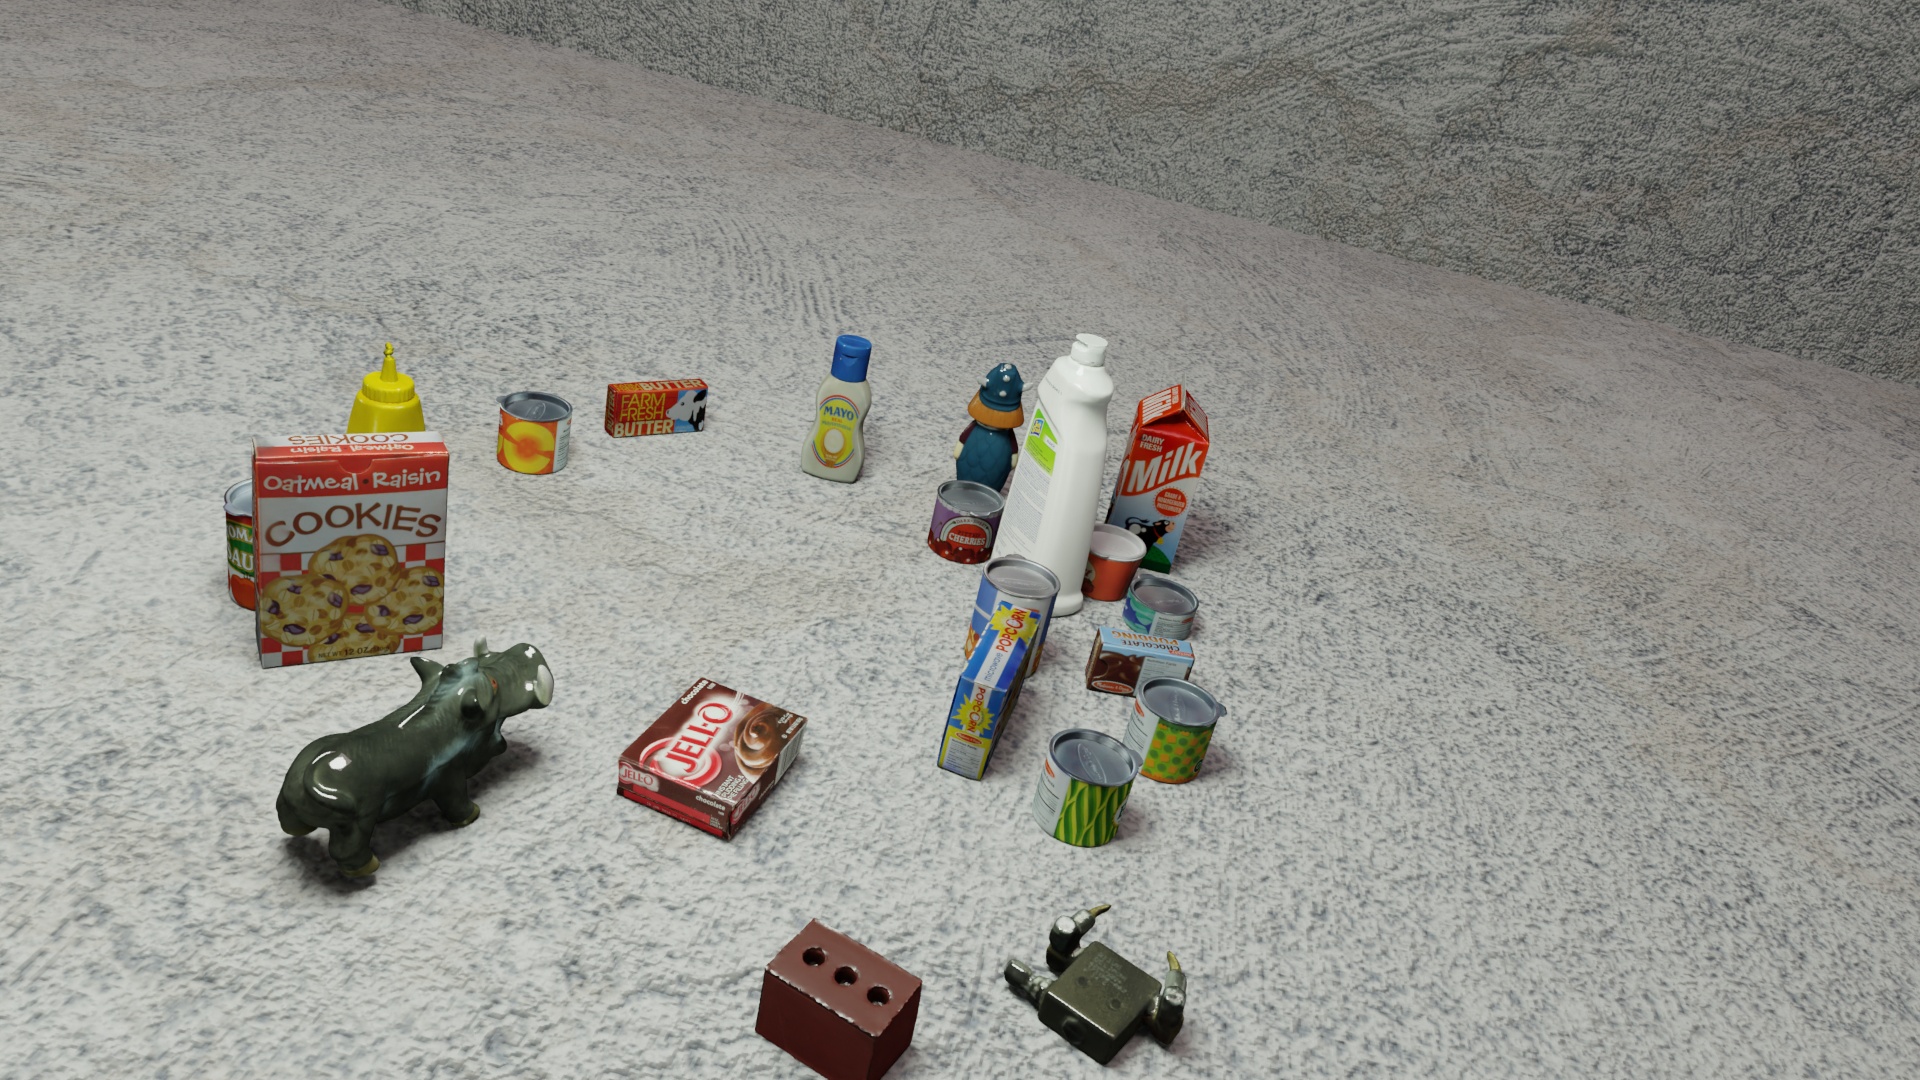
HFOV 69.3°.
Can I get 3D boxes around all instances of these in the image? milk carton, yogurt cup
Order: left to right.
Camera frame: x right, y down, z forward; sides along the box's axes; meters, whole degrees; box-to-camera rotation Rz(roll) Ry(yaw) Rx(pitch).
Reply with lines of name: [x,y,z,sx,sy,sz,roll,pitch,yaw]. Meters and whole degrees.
yogurt cup: [0.139,0.022,1.330,0.072,0.053,0.073,11,27,-5]
milk carton: [0.198,-0.070,1.382,0.073,0.189,0.073,14,27,1]

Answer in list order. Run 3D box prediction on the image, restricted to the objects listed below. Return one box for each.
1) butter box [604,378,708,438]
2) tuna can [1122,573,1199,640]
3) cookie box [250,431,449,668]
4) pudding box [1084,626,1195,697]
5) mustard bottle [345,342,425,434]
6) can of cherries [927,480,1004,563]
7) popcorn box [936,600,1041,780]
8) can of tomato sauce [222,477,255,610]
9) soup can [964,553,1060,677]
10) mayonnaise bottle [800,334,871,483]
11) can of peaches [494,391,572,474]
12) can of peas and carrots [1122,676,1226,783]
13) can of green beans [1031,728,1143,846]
butter box: [-0.312,-0.137,1.429,0.104,0.053,0.024,-8,34,-35]
tuna can: [0.185,0.063,1.297,0.071,0.032,0.071,10,27,-5]
cookie box: [-0.432,0.006,0.985,0.123,0.166,0.040,-5,32,-31]
pudding box: [0.152,0.106,1.182,0.084,0.049,0.030,10,27,-7]
mustard bottle: [-0.475,-0.087,1.148,0.049,0.159,0.065,24,29,20]
can of cherries: [0.005,-0.017,1.339,0.071,0.058,0.072,11,27,-5]
popcorn box: [0.023,0.114,1.073,0.038,0.084,0.127,18,28,8]
can of tomato sauce: [-0.516,0.004,1.043,0.071,0.082,0.071,11,27,-5]
soup can: [0.043,0.064,1.176,0.071,0.083,0.072,11,27,-5]
mayonnaise bottle: [-0.120,-0.133,1.406,0.065,0.147,0.041,14,27,1]
can of peaches: [-0.407,-0.103,1.318,0.071,0.057,0.071,11,27,-5]
can of peas and carrots: [0.168,0.150,1.098,0.071,0.058,0.071,11,27,-5]
can of green beans: [0.090,0.179,1.008,0.071,0.057,0.071,11,27,-5]
